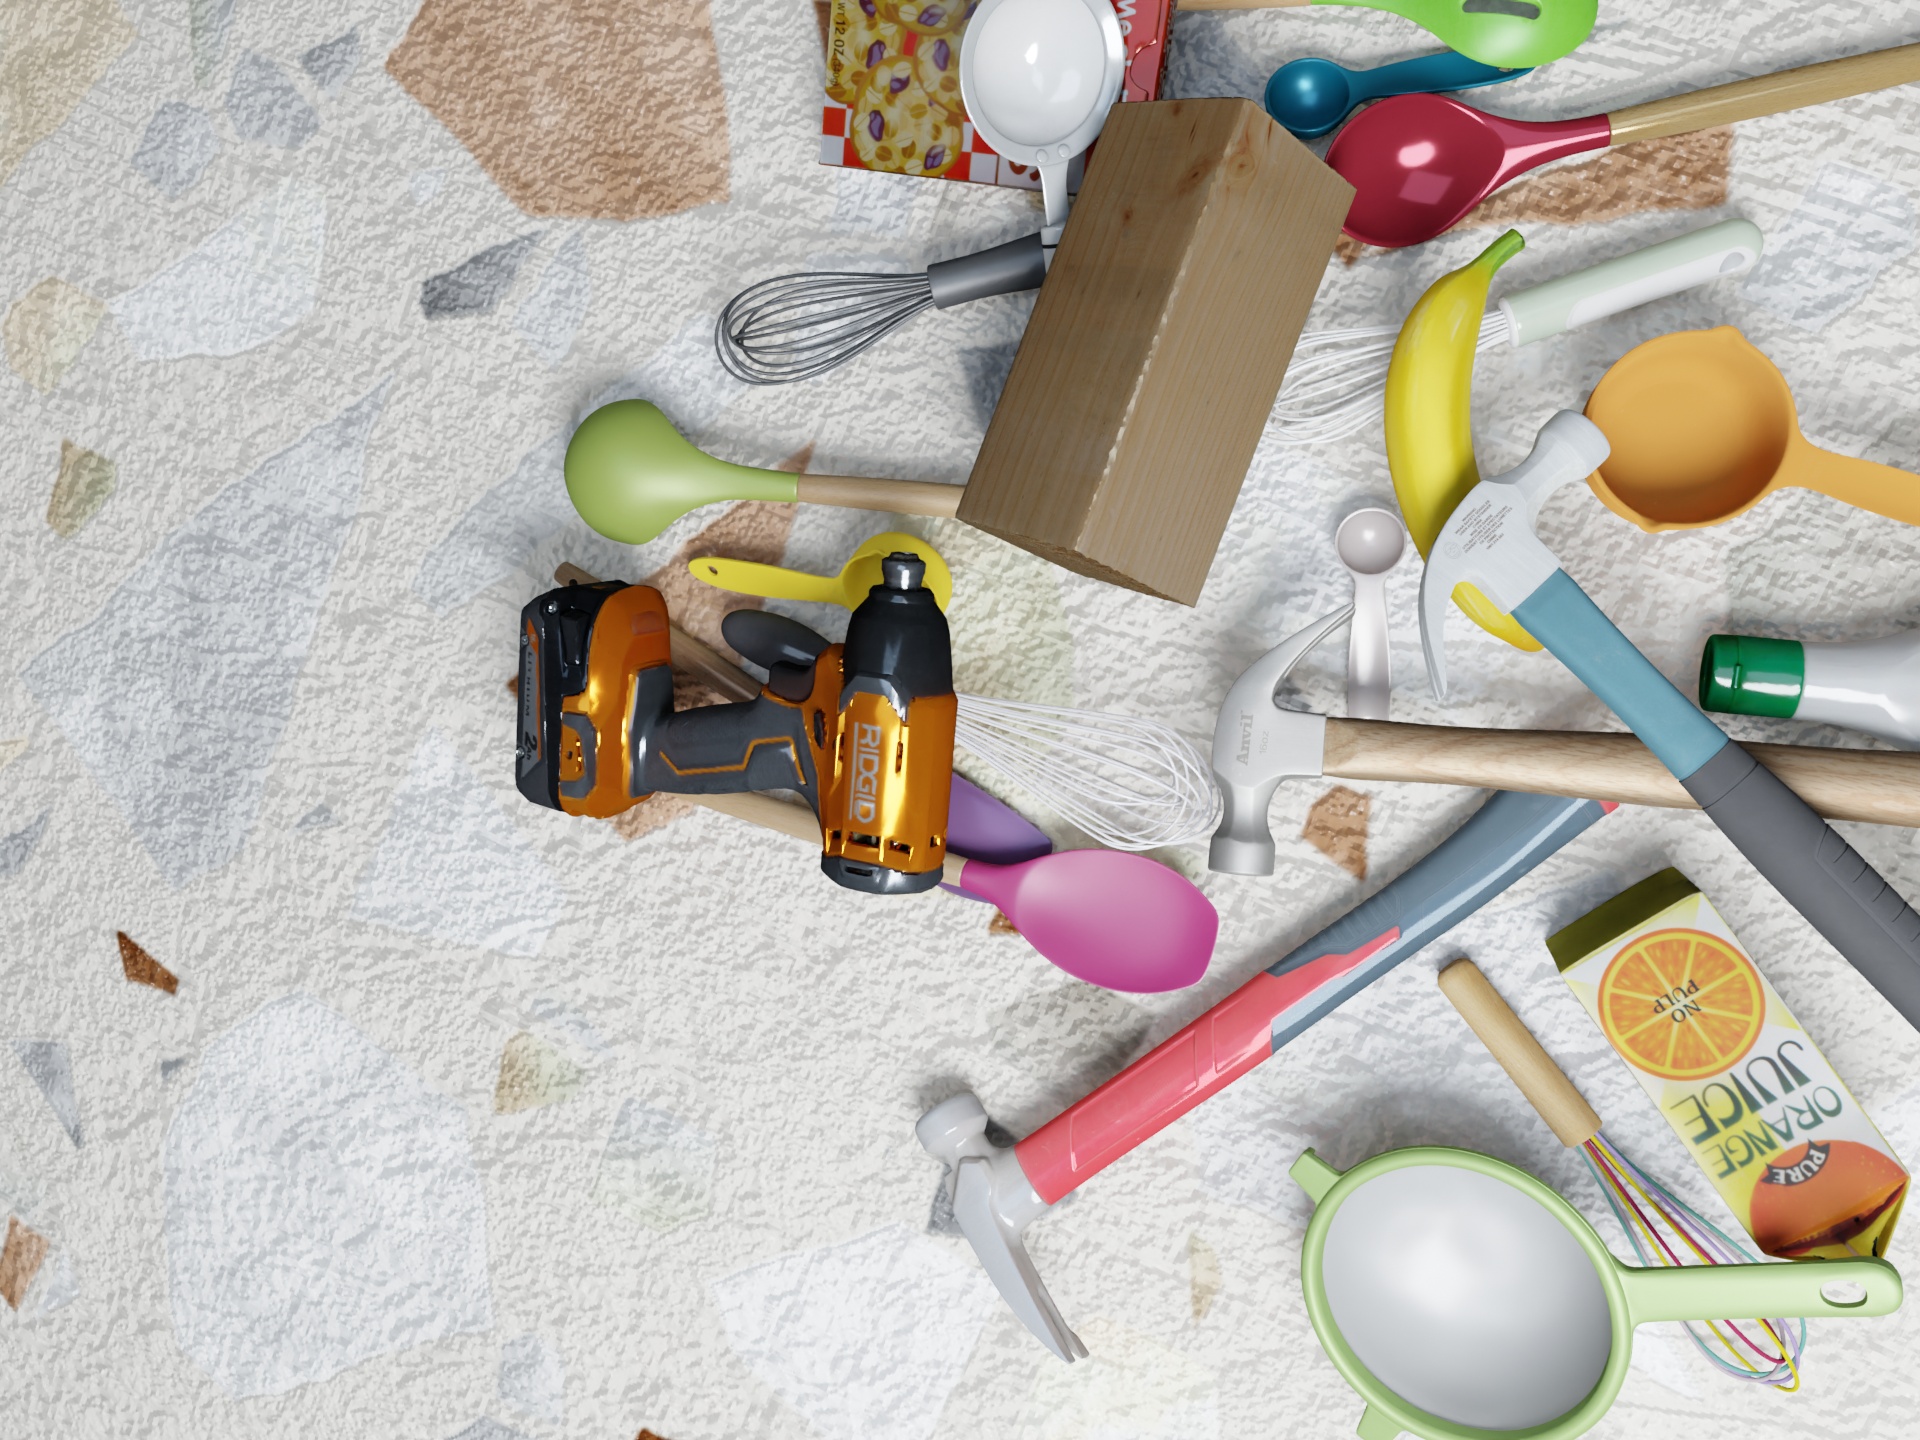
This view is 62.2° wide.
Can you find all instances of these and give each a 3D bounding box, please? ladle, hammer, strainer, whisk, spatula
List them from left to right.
[{"bbox_3d":[-0.093,0.002,0.860,0.316,0.018,0.059,33,107,9],"label":"spatula"},{"bbox_3d":[-0.056,-0.120,0.836,0.320,0.062,0.078,6,100,7],"label":"ladle"},{"bbox_3d":[-0.012,-0.218,0.810,0.239,0.055,0.055,-12,91,10],"label":"whisk"},{"bbox_3d":[-0.002,-0.002,0.819,0.285,0.070,0.070,21,99,16],"label":"whisk"},{"bbox_3d":[0.045,-0.240,0.760,0.087,0.050,0.258,-18,114,-20],"label":"strainer"},{"bbox_3d":[0.161,0.156,0.781,0.386,0.038,0.143,-38,66,11],"label":"hammer"},{"bbox_3d":[0.250,-0.184,0.747,0.246,0.057,0.059,-18,59,11],"label":"whisk"},{"bbox_3d":[0.282,0.018,0.721,0.331,0.031,0.130,4,87,12],"label":"hammer"},{"bbox_3d":[0.289,0.254,0.736,0.256,0.069,0.151,-14,92,30],"label":"strainer"},{"bbox_3d":[0.315,0.215,0.760,0.051,0.047,0.245,-40,81,15],"label":"whisk"},{"bbox_3d":[0.324,-0.278,0.730,0.315,0.031,0.069,-9,115,12],"label":"ladle"},{"bbox_3d":[0.328,0.026,0.678,0.128,0.033,0.331,-43,80,5],"label":"hammer"}]

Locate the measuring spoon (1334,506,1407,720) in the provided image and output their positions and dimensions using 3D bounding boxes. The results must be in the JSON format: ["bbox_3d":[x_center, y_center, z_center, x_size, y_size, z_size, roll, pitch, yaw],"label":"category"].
[{"bbox_3d":[0.202,-0.044,0.787,0.034,0.018,0.124,1,101,14],"label":"measuring spoon"}]

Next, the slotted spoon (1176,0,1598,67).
[{"bbox_3d":[0.144,-0.353,0.771,0.314,0.031,0.070,7,84,15],"label":"slotted spoon"}]

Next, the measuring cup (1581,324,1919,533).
[{"bbox_3d":[0.367,-0.116,0.719,0.173,0.052,0.095,20,99,10],"label":"measuring cup"}]

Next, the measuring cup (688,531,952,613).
[{"bbox_3d":[-0.075,-0.079,0.844,0.156,0.029,0.062,10,137,26],"label":"measuring cup"}]

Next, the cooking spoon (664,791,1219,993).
[{"bbox_3d":[-0.021,0.072,0.833,0.319,0.017,0.069,16,89,18],"label":"cooking spoon"}]

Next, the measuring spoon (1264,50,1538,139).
[{"bbox_3d":[0.211,-0.302,0.765,0.128,0.021,0.042,-7,72,6],"label":"measuring spoon"}]

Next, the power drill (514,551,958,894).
[{"bbox_3d":[-0.108,-0.013,0.800,0.226,0.084,0.164,10,103,20],"label":"power drill"}]
